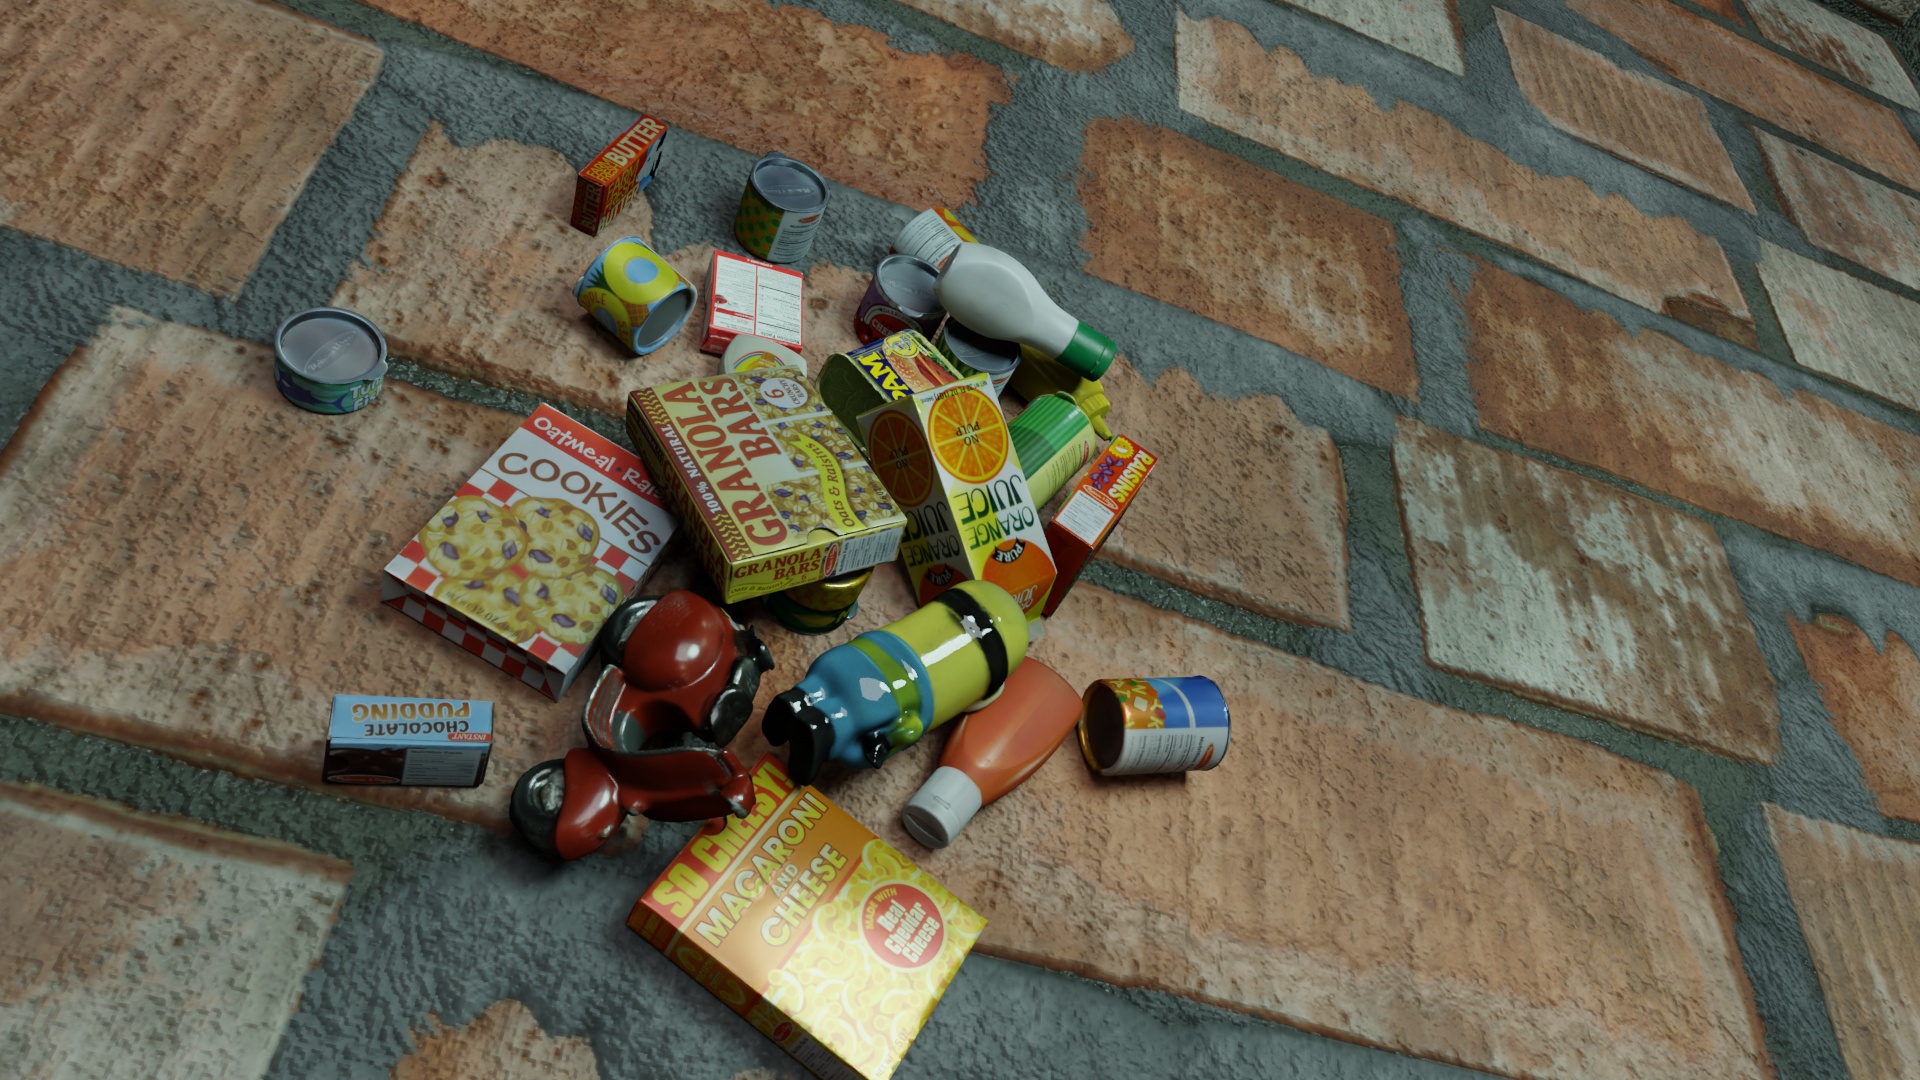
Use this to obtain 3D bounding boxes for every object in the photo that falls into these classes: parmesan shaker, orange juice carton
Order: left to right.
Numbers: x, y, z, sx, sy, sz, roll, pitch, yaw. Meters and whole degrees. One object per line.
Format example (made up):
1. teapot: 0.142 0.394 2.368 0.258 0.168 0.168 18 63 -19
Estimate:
1. orange juice carton: 0.003 -0.012 0.969 0.072 0.073 0.192 -21 93 -38
2. parmesan shaker: 0.050 -0.062 1.059 0.071 0.071 0.103 41 48 7

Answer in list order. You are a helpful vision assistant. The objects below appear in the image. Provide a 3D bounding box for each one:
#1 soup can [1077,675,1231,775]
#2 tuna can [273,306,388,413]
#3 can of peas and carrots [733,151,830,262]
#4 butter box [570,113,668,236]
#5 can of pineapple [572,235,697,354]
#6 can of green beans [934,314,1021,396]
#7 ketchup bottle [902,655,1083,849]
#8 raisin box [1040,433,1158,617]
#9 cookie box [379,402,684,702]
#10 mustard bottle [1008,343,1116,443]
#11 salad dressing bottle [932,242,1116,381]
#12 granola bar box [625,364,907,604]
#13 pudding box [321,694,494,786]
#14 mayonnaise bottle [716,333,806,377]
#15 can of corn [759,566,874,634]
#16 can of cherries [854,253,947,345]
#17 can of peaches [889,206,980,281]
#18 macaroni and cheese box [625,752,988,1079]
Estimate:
1. soup can: 0.131 0.125 0.956 0.084 0.071 0.071 2 54 -25
2. tuna can: -0.405 -0.115 0.897 0.071 0.032 0.071 14 50 -17
3. can of peas and carrots: -0.148 -0.271 1.134 0.071 0.058 0.071 14 49 -17
4. butter box: -0.267 -0.288 1.090 0.024 0.052 0.104 28 47 -2
5. can of pineapple: -0.236 -0.177 1.009 0.058 0.070 0.071 41 47 7
6. can of green beans: 0.007 -0.140 1.108 0.071 0.057 0.071 14 50 -17
7. ketchup bottle: 0.019 0.138 0.903 0.065 0.043 0.149 36 47 12
8. raisin box: 0.092 -0.013 1.031 0.040 0.085 0.124 34 47 8
9. cookie box: -0.258 0.003 0.874 0.123 0.040 0.168 30 48 -2
10. mustard bottle: 0.077 -0.134 1.145 0.065 0.048 0.160 -26 70 -38
11. salad dressing bottle: 0.051 -0.174 1.078 0.147 0.064 0.044 30 32 -14
12. granola bar box: -0.128 -0.043 0.901 0.124 0.038 0.166 -14 51 -31
13. pudding box: -0.301 0.110 0.759 0.084 0.049 0.030 5 51 -23
14. mayonnaise bottle: -0.153 -0.082 0.992 0.065 0.041 0.149 20 47 -13
15. can of corn: -0.093 0.021 0.929 0.071 0.058 0.071 14 50 -17
16. can of cherries: -0.047 -0.185 1.117 0.071 0.058 0.072 15 49 -18
17. can of peaches: -0.017 -0.237 1.170 0.071 0.071 0.058 -29 71 -40
18. macaroni and cheese box: -0.084 0.217 0.791 0.166 0.040 0.124 37 46 4
